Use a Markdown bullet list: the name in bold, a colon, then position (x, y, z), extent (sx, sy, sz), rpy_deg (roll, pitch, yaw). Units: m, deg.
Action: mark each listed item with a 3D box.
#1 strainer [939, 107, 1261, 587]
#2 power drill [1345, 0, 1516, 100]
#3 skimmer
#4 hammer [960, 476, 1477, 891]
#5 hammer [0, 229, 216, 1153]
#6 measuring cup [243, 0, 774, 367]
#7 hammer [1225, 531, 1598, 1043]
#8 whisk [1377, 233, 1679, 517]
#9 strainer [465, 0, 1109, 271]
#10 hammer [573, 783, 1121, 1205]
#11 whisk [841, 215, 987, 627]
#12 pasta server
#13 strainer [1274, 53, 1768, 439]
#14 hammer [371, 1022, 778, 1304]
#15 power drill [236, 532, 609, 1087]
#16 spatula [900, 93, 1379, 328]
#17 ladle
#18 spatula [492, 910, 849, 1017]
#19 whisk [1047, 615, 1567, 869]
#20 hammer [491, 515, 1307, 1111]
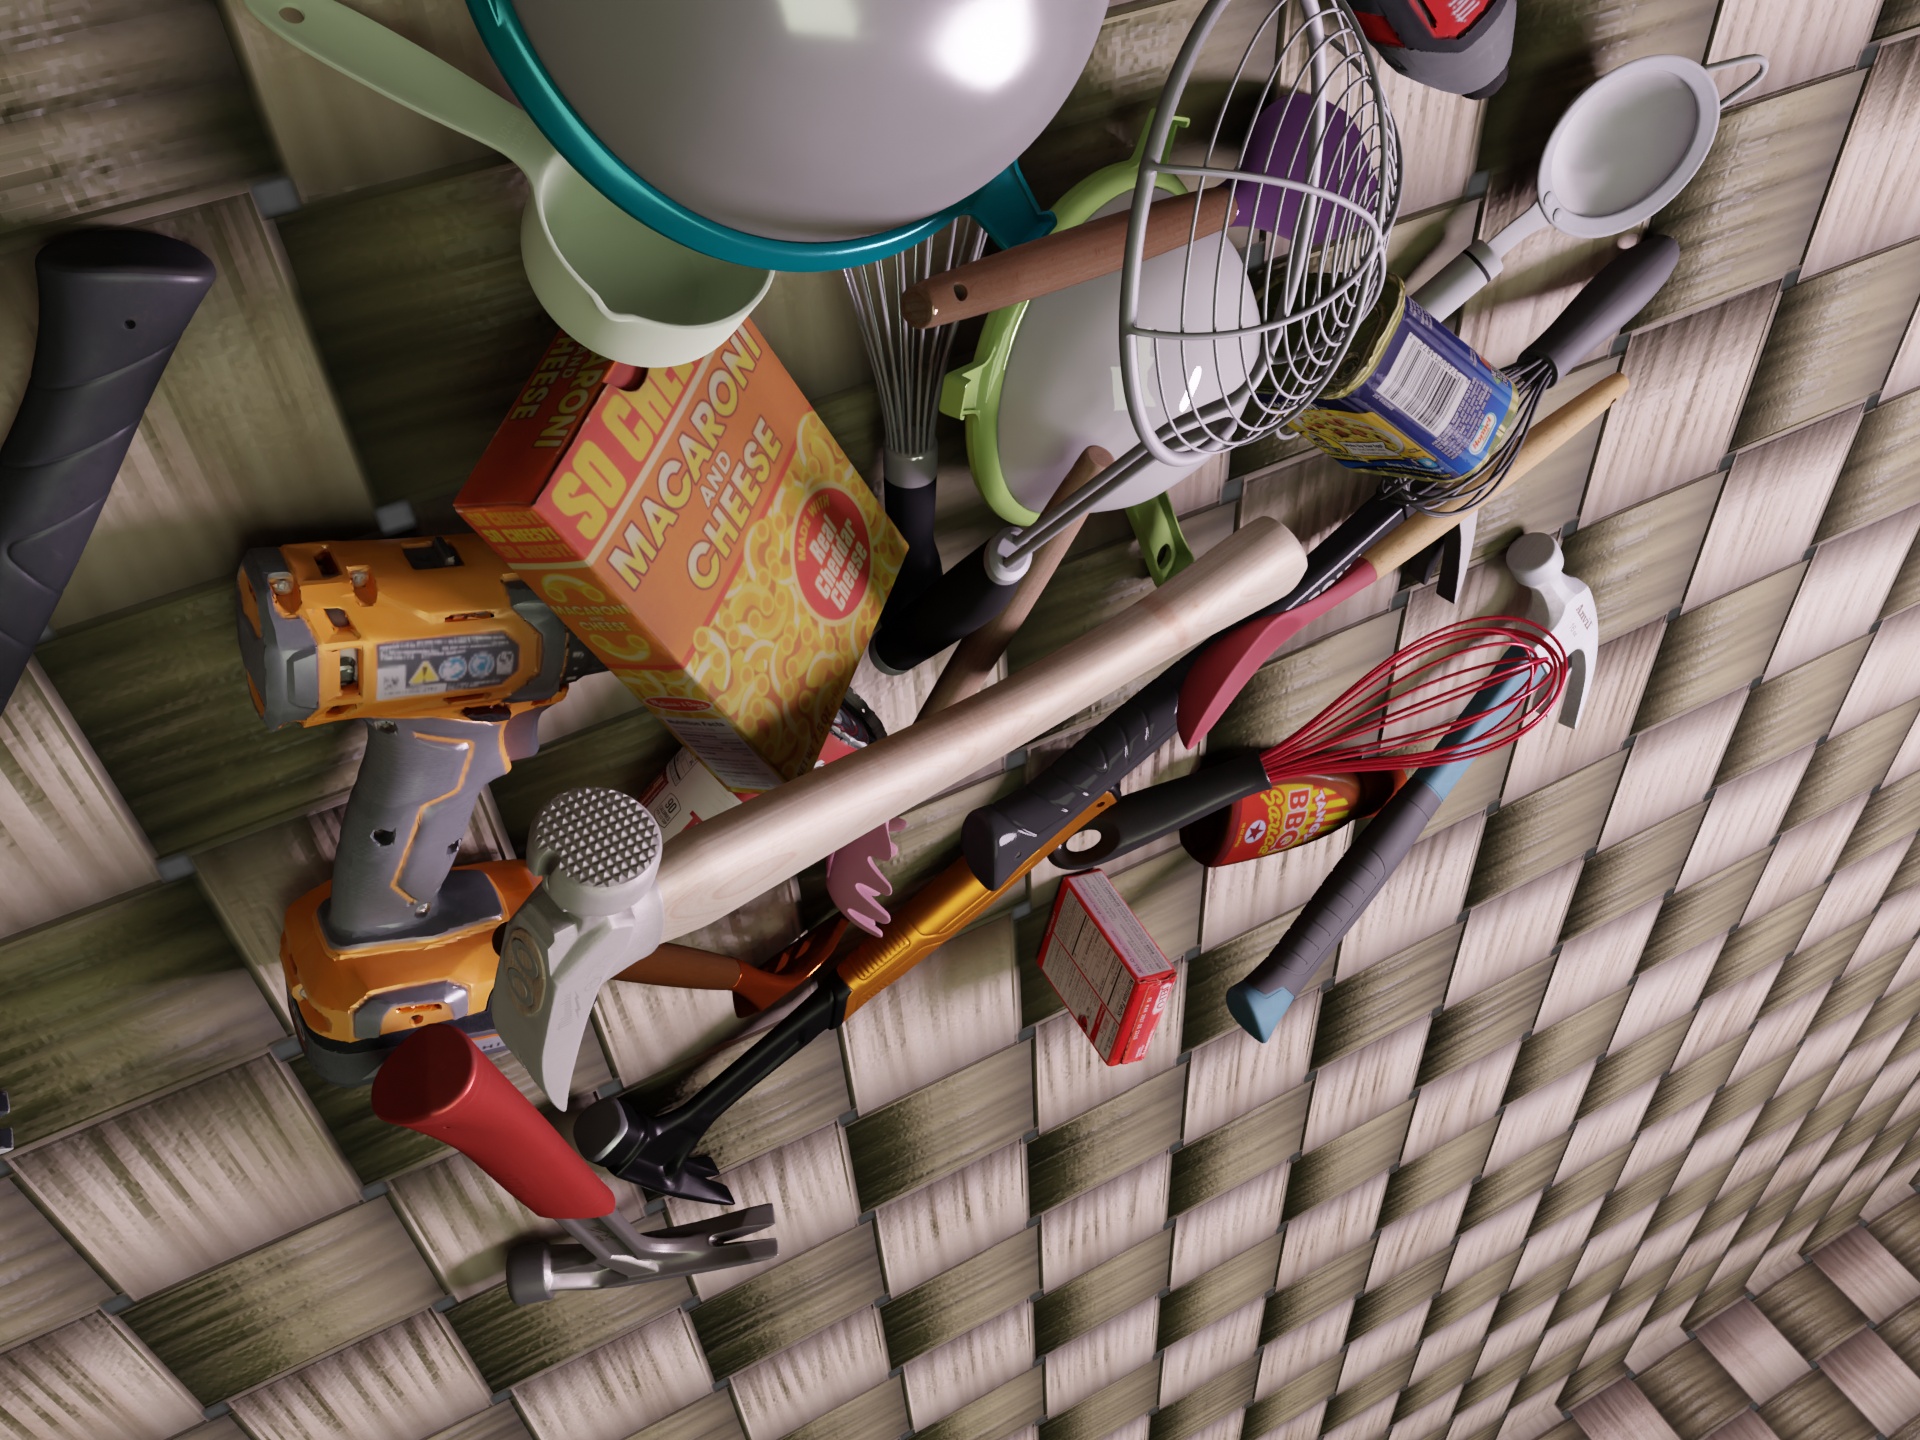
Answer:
- **strainer**: position (0.088, -0.114, 0.672), extent (0.151, 0.069, 0.256), rpy_deg (-54, 150, -11)
- **power drill**: position (0.227, -0.340, 0.581), extent (0.219, 0.079, 0.143), rpy_deg (-46, 139, 14)
- **skimmer**: position (0.021, -0.095, 0.529), extent (0.090, 0.363, 0.127), rpy_deg (37, 63, -11)
- **hammer**: position (0.135, -0.029, 0.810), extent (0.335, 0.035, 0.146), rpy_deg (-39, 140, -7)
- **hammer**: position (-0.345, 0.017, 0.539), extent (0.149, 0.036, 0.409), rpy_deg (15, 118, -44)
- **measuring cup**: position (-0.138, -0.167, 0.485), extent (0.167, 0.083, 0.038), rpy_deg (27, 152, -16)
- **hammer**: position (0.268, 0.051, 0.945), extent (0.331, 0.033, 0.128), rpy_deg (-51, 131, -3)
- **whisk**: position (0.279, -0.171, 0.762), extent (0.239, 0.055, 0.055), rpy_deg (-41, 143, -23)
- **strainer**: position (-0.076, -0.222, 0.392), extent (0.340, 0.095, 0.211), rpy_deg (-9, 108, -36)
- **hammer**: position (-0.046, 0.139, 0.862), extent (0.337, 0.034, 0.127), rpy_deg (-40, 143, 2)
- **whisk**: position (-0.018, -0.128, 0.620), extent (0.070, 0.070, 0.284), rpy_deg (-21, 142, -19)
- **pasta server**: position (-0.001, -0.002, 0.699), extent (0.040, 0.060, 0.316), rpy_deg (20, 137, -12)
- **strainer**: position (0.246, -0.219, 0.733), extent (0.258, 0.050, 0.086), rpy_deg (-40, 134, 12)
- **hammer**: position (-0.182, 0.217, 0.750), extent (0.149, 0.037, 0.358), rpy_deg (-10, 150, -4)
- **power drill**: position (-0.182, 0.026, 0.633), extent (0.185, 0.084, 0.226), rpy_deg (-9, 128, -31)
- **spatula**: position (0.079, -0.180, 0.564), extent (0.316, 0.018, 0.059), rpy_deg (-34, 105, -45)
- **ladle**: position (0.220, -0.088, 0.785), extent (0.315, 0.031, 0.069), rpy_deg (-36, 163, -15)
- **spatula**: position (-0.115, 0.100, 0.682), extent (0.081, 0.041, 0.322), rpy_deg (-35, 162, 5)
- **whisk**: position (0.182, 0.019, 0.858), extent (0.296, 0.073, 0.073), rpy_deg (-22, 141, 10)
- **hammer**: position (0.003, 0.010, 0.622), extent (0.410, 0.038, 0.146), rpy_deg (-28, 155, -39)
